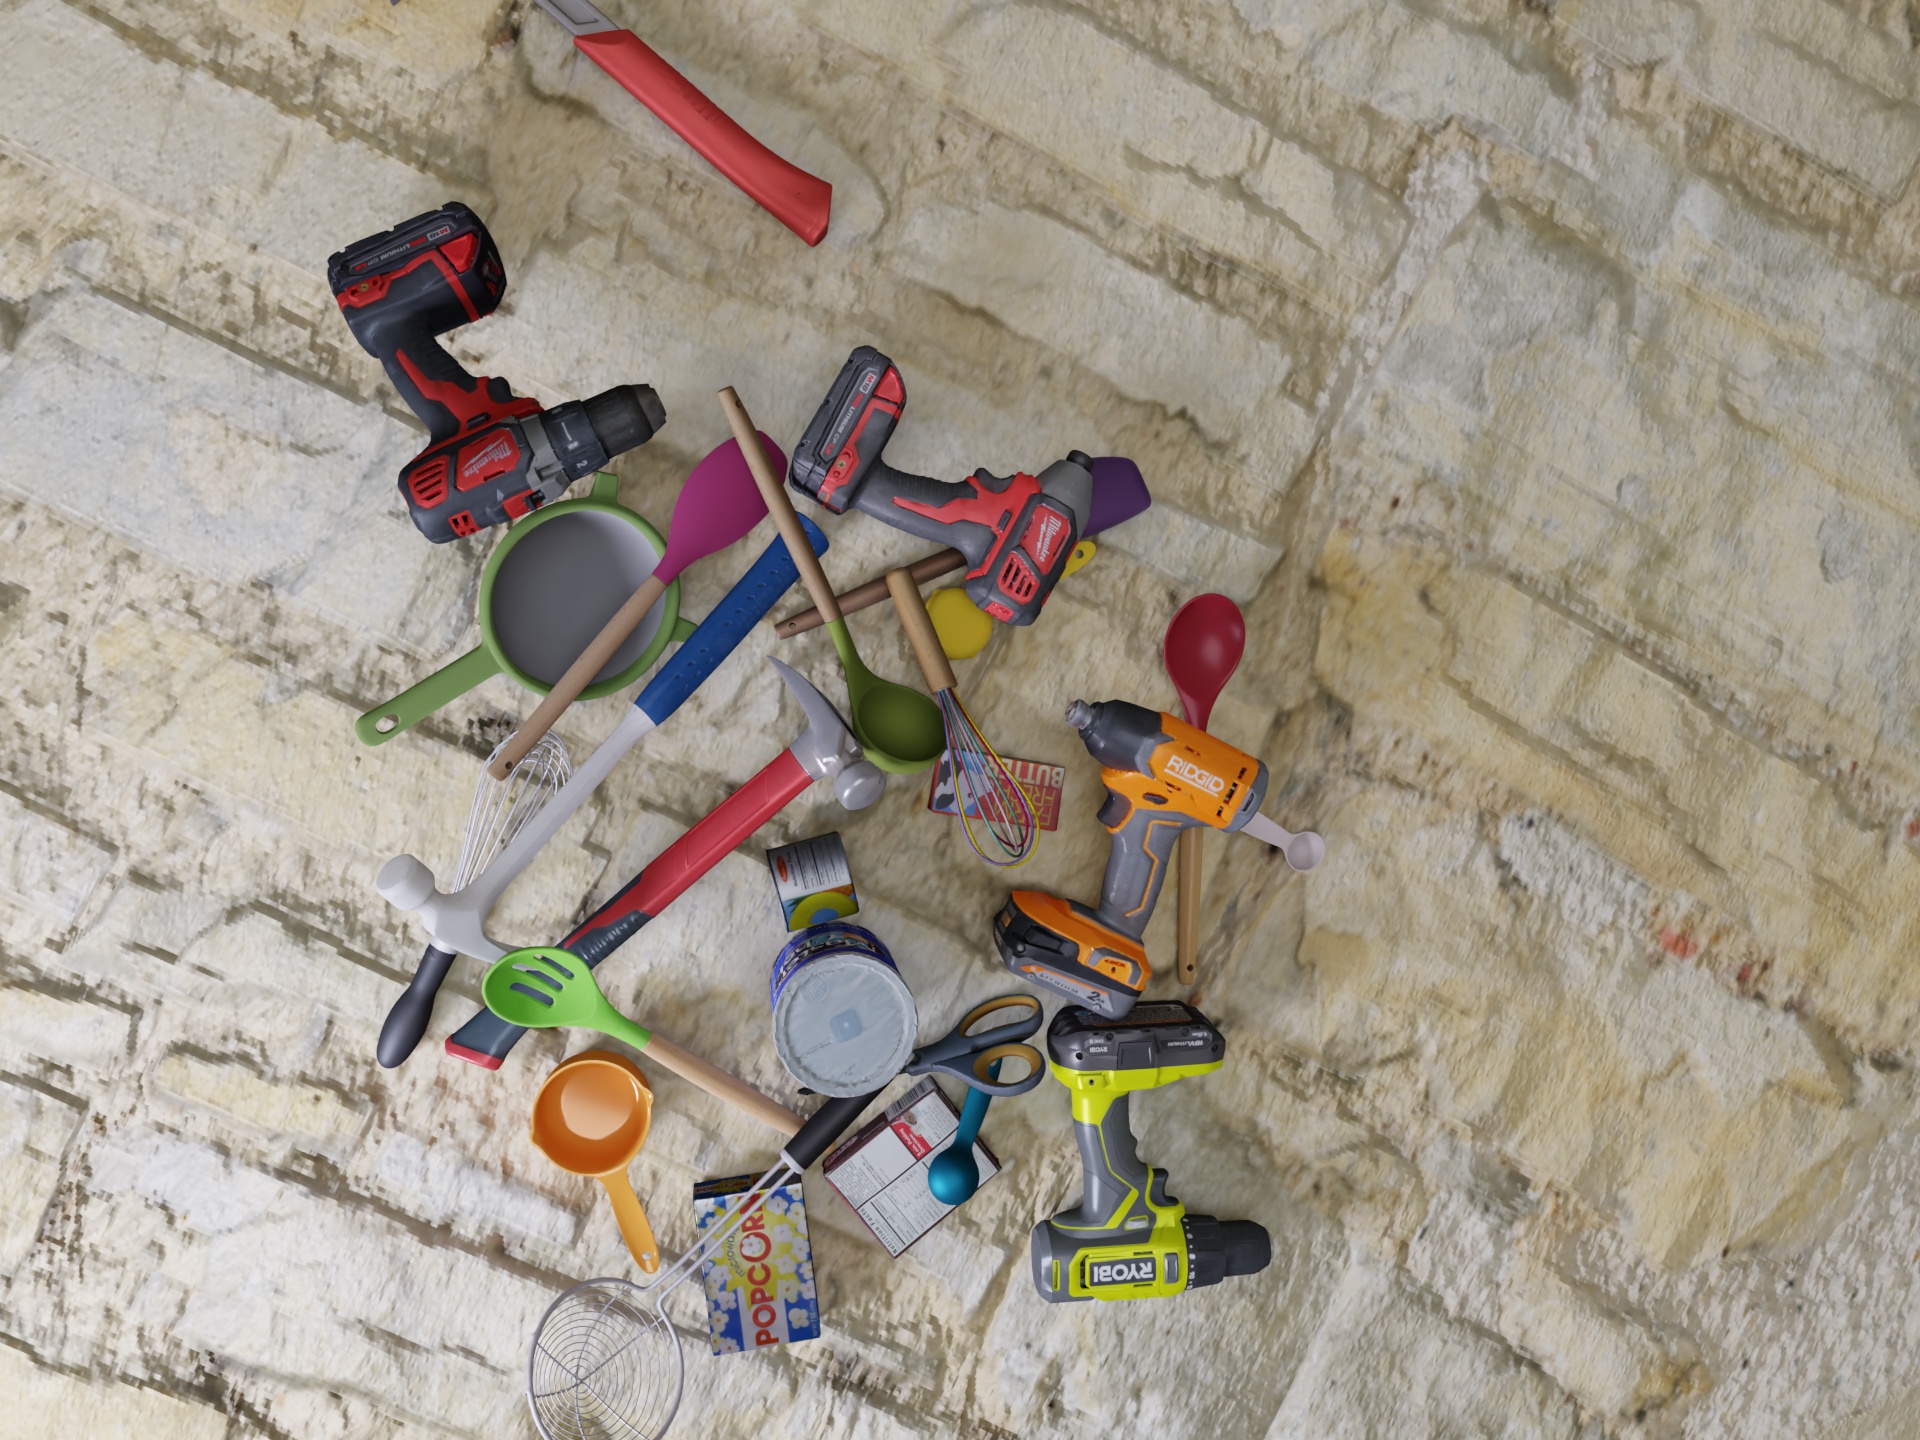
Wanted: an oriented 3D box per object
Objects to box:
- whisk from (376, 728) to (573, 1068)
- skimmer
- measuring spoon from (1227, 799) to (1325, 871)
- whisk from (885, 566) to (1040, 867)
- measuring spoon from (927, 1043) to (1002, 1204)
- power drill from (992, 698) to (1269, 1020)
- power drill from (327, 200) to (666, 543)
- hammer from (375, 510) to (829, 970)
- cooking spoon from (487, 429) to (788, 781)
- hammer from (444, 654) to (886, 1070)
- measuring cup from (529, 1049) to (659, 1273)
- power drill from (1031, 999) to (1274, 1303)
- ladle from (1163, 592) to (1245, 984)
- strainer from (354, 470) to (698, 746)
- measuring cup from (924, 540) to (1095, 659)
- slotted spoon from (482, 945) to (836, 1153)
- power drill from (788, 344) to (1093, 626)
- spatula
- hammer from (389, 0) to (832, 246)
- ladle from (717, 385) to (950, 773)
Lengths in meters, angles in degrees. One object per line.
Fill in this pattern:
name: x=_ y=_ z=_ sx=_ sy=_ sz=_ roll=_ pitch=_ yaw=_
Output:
whisk: x=-0.369 y=0.133 z=1.188 sx=0.070 sy=0.070 sz=0.284 roll=27 pitch=93 yaw=-8
skimmer: x=-0.161 y=0.376 z=1.162 sx=0.363 sy=0.090 sz=0.127 roll=-44 pitch=103 yaw=-11
measuring spoon: x=0.239 y=0.084 z=1.280 sx=0.124 sy=0.018 sz=0.034 roll=29 pitch=94 yaw=-15
whisk: x=0.000 y=-0.005 z=1.198 sx=0.051 sy=0.047 sz=0.245 roll=-10 pitch=75 yaw=-50
measuring spoon: x=0.012 y=0.310 z=1.226 sx=0.042 sy=0.021 sz=0.129 roll=26 pitch=69 yaw=-18
power drill: x=0.114 y=0.097 z=1.218 sx=0.164 sy=0.084 sz=0.226 roll=27 pitch=97 yaw=-14
power drill: x=-0.329 y=-0.251 z=1.125 sx=0.188 sy=0.080 sz=0.227 roll=-26 pitch=73 yaw=-6
hammer: x=-0.237 y=0.008 z=1.171 sx=0.405 sy=0.035 sz=0.143 roll=-50 pitch=134 yaw=-15
cooking spoon: x=-0.235 y=-0.082 z=1.160 sx=0.319 sy=0.017 sz=0.068 roll=-51 pitch=128 yaw=-7
hammer: x=-0.240 y=0.118 z=1.198 sx=0.386 sy=0.038 sz=0.143 roll=-40 pitch=60 yaw=3
measuring cup: x=-0.263 y=0.334 z=1.210 sx=0.095 sy=0.052 sz=0.173 roll=-20 pitch=97 yaw=-7
power drill: x=0.152 y=0.343 z=1.256 sx=0.190 sy=0.080 sz=0.228 roll=-2 pitch=95 yaw=-7
ladle: x=0.188 y=0.056 z=1.274 sx=0.069 sy=0.031 sz=0.315 roll=1 pitch=94 yaw=-14
strainer: x=-0.329 y=-0.065 z=1.160 sx=0.256 sy=0.069 sz=0.151 roll=-35 pitch=123 yaw=-17
measuring cup: x=0.040 y=-0.100 z=1.245 sx=0.156 sy=0.029 sz=0.062 roll=-30 pitch=96 yaw=-4
slotted spoon: x=-0.216 y=0.252 z=1.187 sx=0.313 sy=0.031 sz=0.070 roll=36 pitch=100 yaw=-25
power drill: x=-0.008 y=-0.182 z=1.203 sx=0.219 sy=0.078 sz=0.143 roll=30 pitch=82 yaw=-6
spatula: x=0.001 y=-0.132 z=1.245 sx=0.316 sy=0.018 sz=0.060 roll=-24 pitch=88 yaw=-7
hammer: x=-0.245 y=-0.479 z=1.189 sx=0.359 sy=0.037 sz=0.149 roll=40 pitch=87 yaw=-7
ladle: x=-0.097 y=-0.101 z=1.181 sx=0.078 sy=0.062 sz=0.320 roll=-43 pitch=116 yaw=-45
